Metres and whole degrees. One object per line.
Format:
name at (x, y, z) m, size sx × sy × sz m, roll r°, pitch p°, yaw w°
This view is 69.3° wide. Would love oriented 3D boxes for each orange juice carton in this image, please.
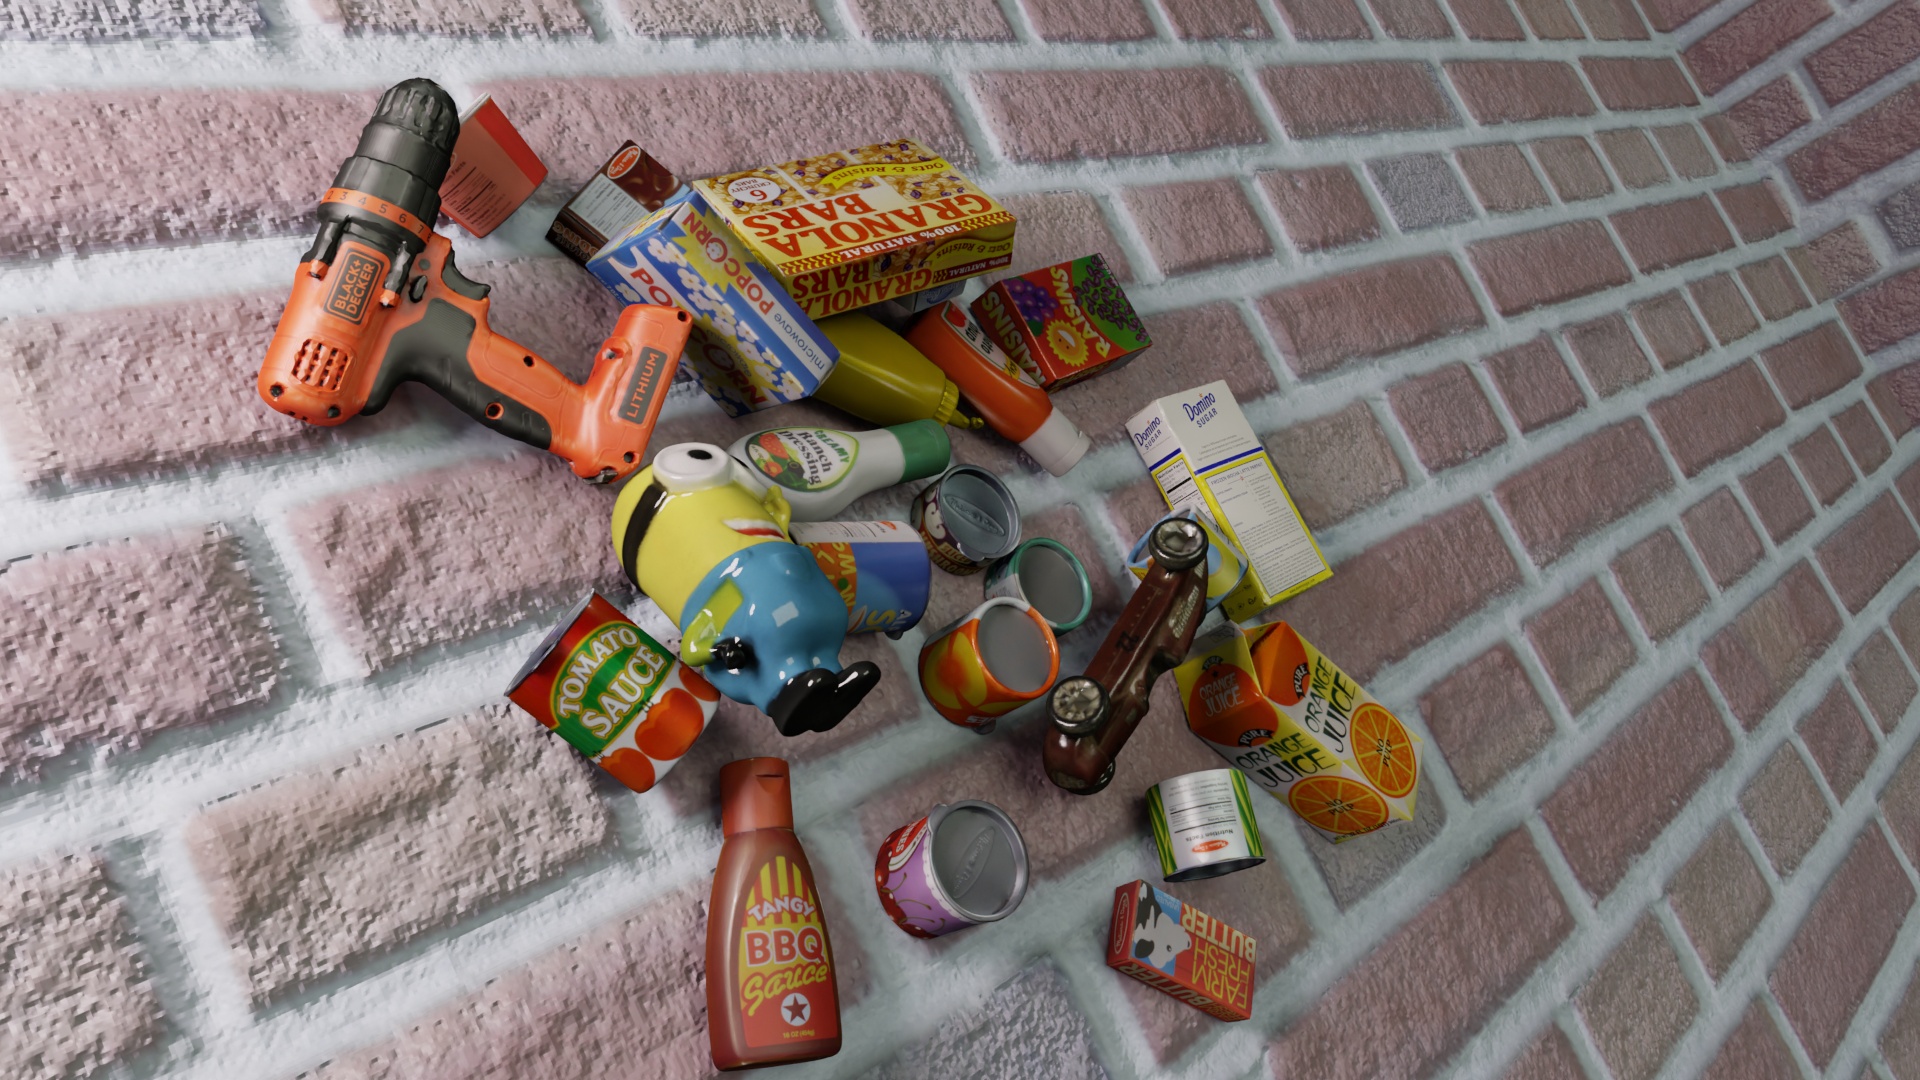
orange juice carton at (0.231, 0.125, 0.974) m, size 0.192 × 0.071 × 0.073 m, roll 39°, pitch 48°, yaw -16°

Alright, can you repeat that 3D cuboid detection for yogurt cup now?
yogurt cup at (-0.266, -0.205, 0.767) m, size 0.054 × 0.072 × 0.073 m, roll 46°, pitch 46°, yaw -26°

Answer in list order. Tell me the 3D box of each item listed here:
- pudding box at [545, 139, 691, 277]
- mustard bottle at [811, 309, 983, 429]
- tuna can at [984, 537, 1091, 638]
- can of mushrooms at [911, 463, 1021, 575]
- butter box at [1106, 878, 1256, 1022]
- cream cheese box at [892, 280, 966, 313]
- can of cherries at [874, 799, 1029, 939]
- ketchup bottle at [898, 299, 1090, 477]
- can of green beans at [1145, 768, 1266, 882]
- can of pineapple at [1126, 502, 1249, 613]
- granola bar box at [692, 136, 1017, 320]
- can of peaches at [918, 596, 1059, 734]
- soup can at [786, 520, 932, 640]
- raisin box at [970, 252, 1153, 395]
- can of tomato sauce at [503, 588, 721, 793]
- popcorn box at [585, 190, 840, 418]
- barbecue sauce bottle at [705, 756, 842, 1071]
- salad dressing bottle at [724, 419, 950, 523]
pudding box at (-0.204, -0.197, 0.835) m, size 0.049 × 0.030 × 0.084 m, roll 38°, pitch 48°, yaw -15°
mustard bottle at (-0.052, -0.104, 0.890) m, size 0.160 × 0.048 × 0.065 m, roll 27°, pitch 40°, yaw -26°
tuna can at (0.053, 0.032, 0.911) m, size 0.071 × 0.032 × 0.071 m, roll 18°, pitch 57°, yaw -30°
can of mushrooms at (0.003, -0.011, 0.895) m, size 0.071 × 0.033 × 0.071 m, roll 19°, pitch 56°, yaw -31°
butter box at (0.139, 0.256, 0.862) m, size 0.103 × 0.024 × 0.053 m, roll 31°, pitch 50°, yaw -21°
cream cheese box at (-0.050, -0.189, 0.922) m, size 0.104 × 0.024 × 0.053 m, roll 34°, pitch 41°, yaw 26°
can of cherries at (-0.007, 0.180, 0.766) m, size 0.071 × 0.058 × 0.072 m, roll 17°, pitch 58°, yaw -30°
ketchup bottle at (0.024, -0.104, 0.951) m, size 0.148 × 0.043 × 0.065 m, roll 42°, pitch 19°, yaw -14°
can of green beans at (0.156, 0.182, 0.887) m, size 0.071 × 0.071 × 0.058 m, roll 7°, pitch 62°, yaw -36°
can of pineapple at (0.159, 0.017, 0.981) m, size 0.058 × 0.070 × 0.071 m, roll 46°, pitch 47°, yaw -9°
granola bar box at (-0.067, -0.198, 0.875) m, size 0.166 × 0.038 × 0.124 m, roll -20°, pitch 48°, yaw -28°
can of peaches at (0.019, 0.076, 0.843) m, size 0.071 × 0.058 × 0.071 m, roll 19°, pitch 56°, yaw -30°
soup can at (-0.069, 0.025, 0.798) m, size 0.084 × 0.071 × 0.071 m, roll -1°, pitch 68°, yaw -38°
raisin box at (0.076, -0.160, 1.031) m, size 0.124 × 0.040 × 0.086 m, roll -25°, pitch 84°, yaw -45°
can of tomato sauce at (-0.170, 0.075, 0.686) m, size 0.083 × 0.071 × 0.071 m, roll 41°, pitch 48°, yaw -14°
popcorn box at (-0.140, -0.130, 0.790) m, size 0.126 × 0.085 × 0.038 m, roll 48°, pitch 58°, yaw -27°
barbecue sauce bottle at (-0.098, 0.186, 0.700) m, size 0.065 × 0.043 × 0.149 m, roll 8°, pitch 62°, yaw -34°
salad dressing bottle at (-0.073, -0.044, 0.836) m, size 0.148 × 0.043 × 0.064 m, roll -15°, pitch 55°, yaw -38°
